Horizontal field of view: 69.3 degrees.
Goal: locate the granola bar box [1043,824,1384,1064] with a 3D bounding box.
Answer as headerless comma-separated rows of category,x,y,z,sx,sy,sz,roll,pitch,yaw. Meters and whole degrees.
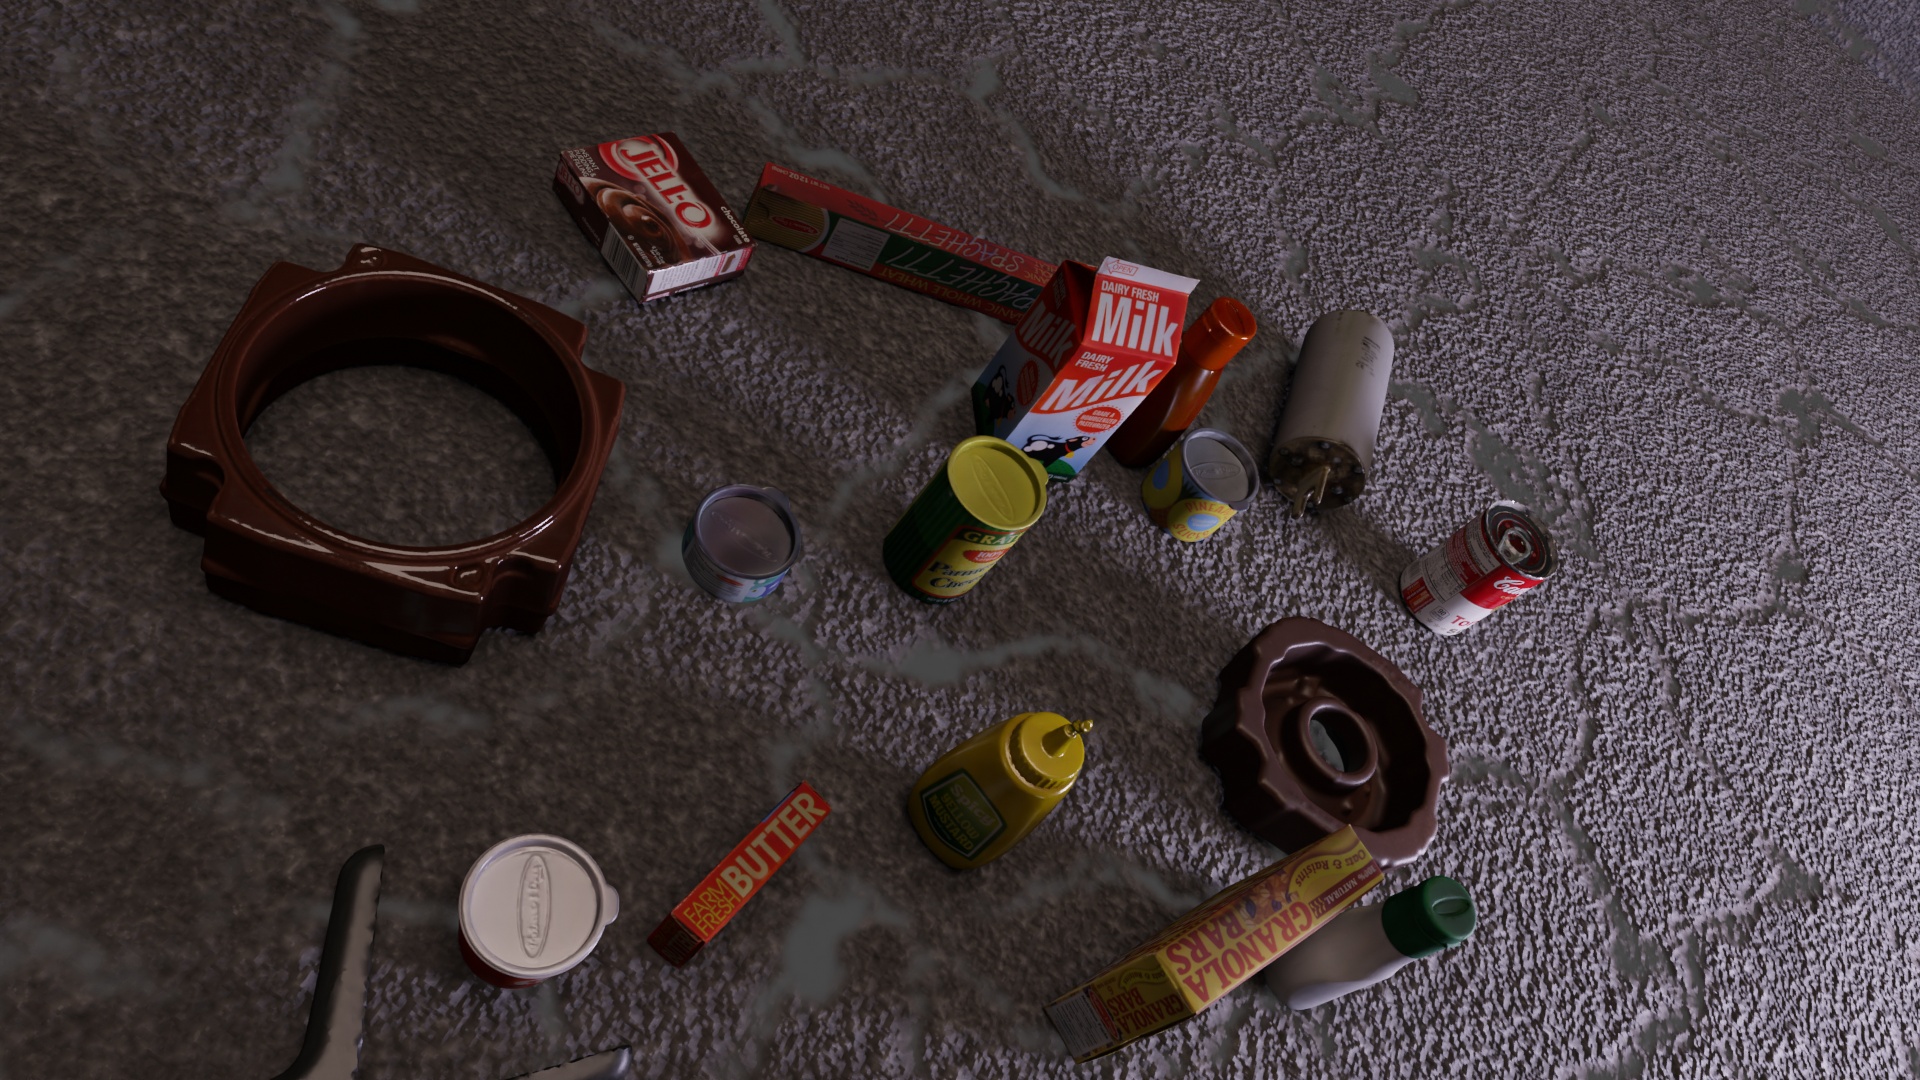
granola bar box,0.143,0.227,0.781,0.166,0.123,0.039,-20,71,-36

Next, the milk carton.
milk carton,0.081,-0.121,0.930,0.072,0.189,0.074,8,57,-25

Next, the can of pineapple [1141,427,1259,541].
can of pineapple,0.175,-0.039,1.015,0.071,0.057,0.071,14,54,-21

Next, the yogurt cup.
yogurt cup,-0.208,0.181,0.664,0.072,0.053,0.073,14,54,-21

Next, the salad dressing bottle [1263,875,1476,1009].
salad dressing bottle,0.238,0.236,0.813,0.064,0.147,0.044,1,60,-29

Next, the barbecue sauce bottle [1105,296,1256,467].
barbecue sauce bottle,0.154,-0.115,0.994,0.044,0.147,0.065,-3,62,-30

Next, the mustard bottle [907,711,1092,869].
mustard bottle,0.026,0.129,0.757,0.049,0.159,0.065,-33,79,-39

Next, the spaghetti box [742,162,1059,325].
spaghetti box,-0.033,-0.210,1.016,0.250,0.050,0.029,15,54,-20

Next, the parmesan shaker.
parmesan shaker,0.003,-0.011,0.873,0.071,0.102,0.071,14,55,-21

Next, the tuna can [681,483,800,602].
tuna can,-0.131,0.000,0.837,0.071,0.032,0.071,14,54,-21

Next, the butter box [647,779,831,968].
butter box,-0.114,0.173,0.721,0.024,0.053,0.104,44,50,3
